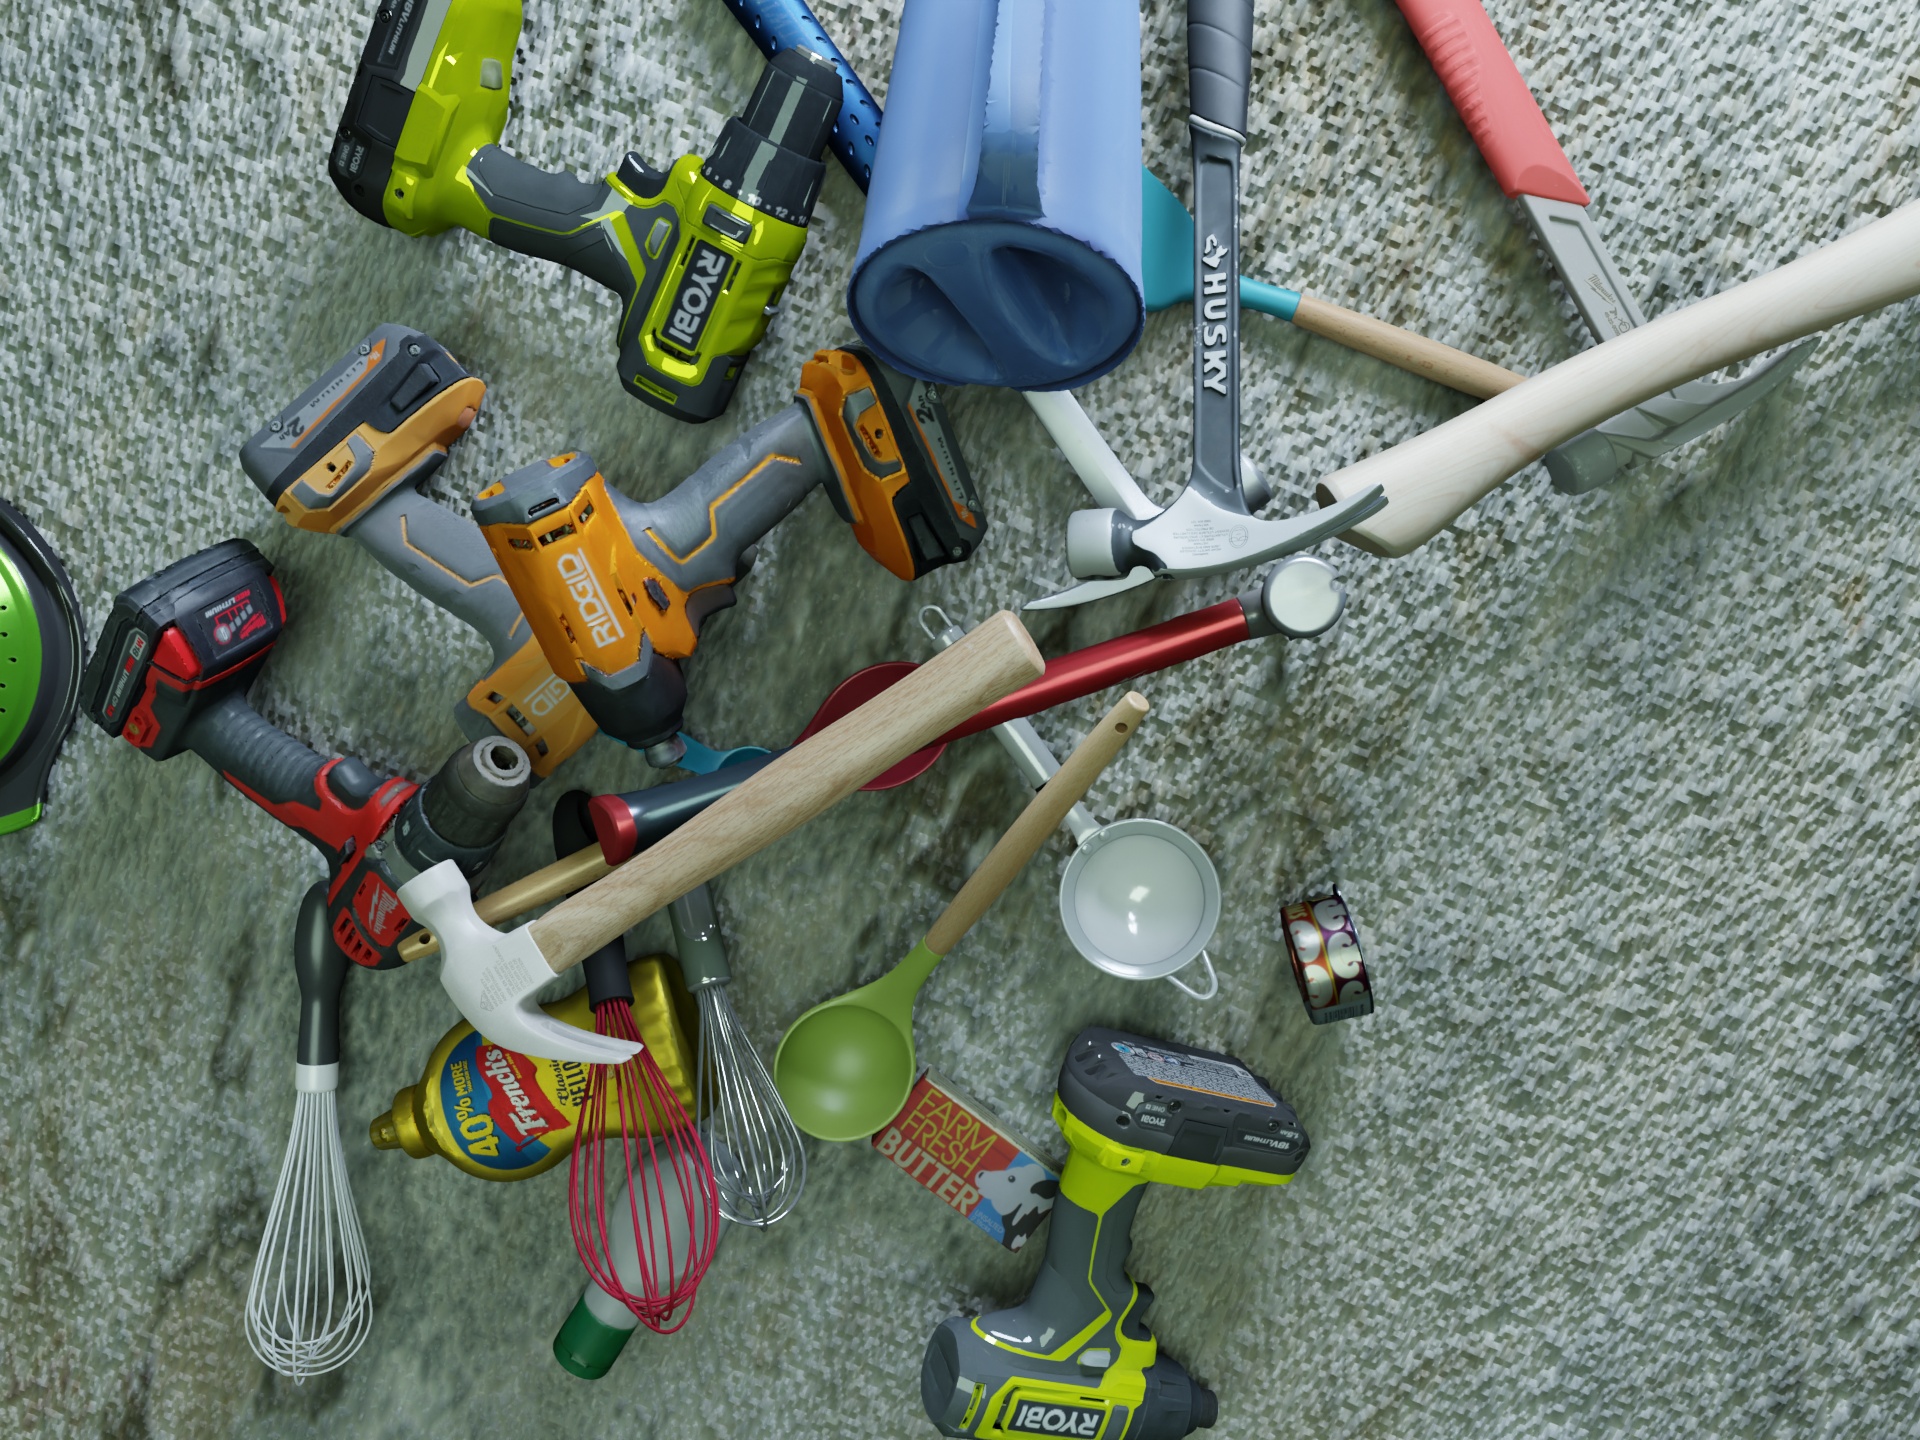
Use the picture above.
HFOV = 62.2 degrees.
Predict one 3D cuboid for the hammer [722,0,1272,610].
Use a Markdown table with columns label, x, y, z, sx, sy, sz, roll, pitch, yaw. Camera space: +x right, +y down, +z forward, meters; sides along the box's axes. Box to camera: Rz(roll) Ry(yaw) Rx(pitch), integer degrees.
| label | x | y | z | sx | sy | sz | roll | pitch | yaw |
| --- | --- | --- | --- | --- | --- | --- | --- | --- | --- |
| hammer | -0.010 | -0.240 | 0.837 | 0.144 | 0.035 | 0.405 | -36 | 93 | 6 |

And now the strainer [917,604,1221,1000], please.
| label | x | y | z | sx | sy | sz | roll | pitch | yaw |
| --- | --- | --- | --- | --- | --- | --- | --- | --- | --- |
| strainer | 0.057 | 0.042 | 0.861 | 0.087 | 0.050 | 0.258 | -36 | 87 | -1 |

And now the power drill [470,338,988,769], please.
| label | x | y | z | sx | sy | sz | roll | pitch | yaw |
| --- | --- | --- | --- | --- | --- | --- | --- | --- | --- |
| power drill | -0.106 | -0.084 | 0.801 | 0.226 | 0.084 | 0.164 | -27 | 112 | -12 |

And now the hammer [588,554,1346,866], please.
| label | x | y | z | sx | sy | sz | roll | pitch | yaw |
| --- | --- | --- | --- | --- | --- | --- | --- | --- | --- |
| hammer | -0.001 | -0.003 | 0.809 | 0.386 | 0.143 | 0.038 | -18 | 88 | 6 |

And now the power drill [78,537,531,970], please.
| label | x | y | z | sx | sy | sz | roll | pitch | yaw |
| --- | --- | --- | --- | --- | --- | --- | --- | --- | --- |
| power drill | -0.332 | 0.012 | 0.828 | 0.226 | 0.080 | 0.188 | 45 | 129 | -3 |

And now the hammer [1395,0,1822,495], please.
| label | x | y | z | sx | sy | sz | roll | pitch | yaw |
| --- | --- | --- | --- | --- | --- | --- | --- | --- | --- |
| hammer | 0.288 | -0.302 | 0.808 | 0.149 | 0.037 | 0.359 | -30 | 91 | -5 |

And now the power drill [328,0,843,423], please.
| label | x | y | z | sx | sy | sz | roll | pitch | yaw |
| --- | --- | --- | --- | --- | --- | --- | --- | --- | --- |
| power drill | -0.183 | -0.285 | 0.808 | 0.228 | 0.080 | 0.190 | 28 | 110 | -1 |

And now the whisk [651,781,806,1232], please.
| label | x | y | z | sx | sy | sz | roll | pitch | yaw |
| --- | --- | --- | --- | --- | --- | --- | --- | --- | --- |
| whisk | -0.133 | 0.149 | 0.850 | 0.058 | 0.059 | 0.246 | -12 | 74 | -16 |

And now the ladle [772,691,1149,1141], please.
| label | x | y | z | sx | sy | sz | roll | pitch | yaw |
| --- | --- | --- | --- | --- | --- | --- | --- | --- | --- |
| ladle | -0.001 | 0.106 | 0.806 | 0.078 | 0.062 | 0.320 | 30 | 123 | -11 |

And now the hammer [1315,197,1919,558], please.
| label | x | y | z | sx | sy | sz | roll | pitch | yaw |
| --- | --- | --- | --- | --- | --- | --- | --- | --- | --- |
| hammer | 0.358 | -0.195 | 0.777 | 0.410 | 0.038 | 0.146 | -25 | 90 | -5 |

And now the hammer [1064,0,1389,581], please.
| label | x | y | z | sx | sy | sz | roll | pitch | yaw |
| --- | --- | --- | --- | --- | --- | --- | --- | --- | --- |
| hammer | 0.130 | -0.270 | 0.774 | 0.149 | 0.036 | 0.409 | -1 | 81 | 21 |

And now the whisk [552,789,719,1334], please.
| label | x | y | z | sx | sy | sz | roll | pitch | yaw |
| --- | --- | --- | --- | --- | --- | --- | --- | --- | --- |
| whisk | -0.176 | 0.164 | 0.819 | 0.073 | 0.073 | 0.296 | -20 | 61 | 5 |

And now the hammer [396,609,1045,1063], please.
| label | x | y | z | sx | sy | sz | roll | pitch | yaw |
| --- | --- | --- | --- | --- | --- | --- | --- | --- | --- |
| hammer | -0.105 | 0.052 | 0.753 | 0.331 | 0.031 | 0.130 | -32 | 89 | 10 |

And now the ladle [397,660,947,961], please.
| label | x | y | z | sx | sy | sz | roll | pitch | yaw |
| --- | --- | --- | --- | --- | --- | --- | --- | --- | --- |
| ladle | -0.146 | 0.054 | 0.842 | 0.315 | 0.031 | 0.069 | -25 | 71 | -10 |

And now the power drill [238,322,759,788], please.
| label | x | y | z | sx | sy | sz | roll | pitch | yaw |
| --- | --- | --- | --- | --- | --- | --- | --- | --- | --- |
| power drill | -0.236 | -0.103 | 0.844 | 0.185 | 0.084 | 0.226 | -41 | 97 | -1 |

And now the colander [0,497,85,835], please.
| label | x | y | z | sx | sy | sz | roll | pitch | yaw |
| --- | --- | --- | --- | --- | --- | --- | --- | --- | --- |
| colander | -0.615 | -0.118 | 0.854 | 0.204 | 0.094 | 0.397 | -11 | 95 | 4 |

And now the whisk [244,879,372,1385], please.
| label | x | y | z | sx | sy | sz | roll | pitch | yaw |
| --- | --- | --- | --- | --- | --- | --- | --- | --- | --- |
| whisk | -0.366 | 0.232 | 0.900 | 0.070 | 0.070 | 0.284 | 3 | 91 | 3 |

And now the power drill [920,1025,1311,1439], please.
| label | x | y | z | sx | sy | sz | roll | pitch | yaw |
| --- | --- | --- | --- | --- | --- | --- | --- | --- | --- |
| power drill | 0.093 | 0.291 | 0.858 | 0.171 | 0.080 | 0.223 | 16 | 100 | -20 |

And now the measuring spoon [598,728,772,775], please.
| label | x | y | z | sx | sy | sz | roll | pitch | yaw |
| --- | --- | --- | --- | --- | --- | --- | --- | --- | --- |
| measuring spoon | -0.154 | 0.019 | 0.884 | 0.128 | 0.021 | 0.042 | 24 | 76 | 9 |

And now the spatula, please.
| label | x | y | z | sx | sy | sz | roll | pitch | yaw |
| --- | --- | --- | --- | --- | --- | --- | --- | --- | --- |
| spatula | 0.200 | -0.207 | 0.824 | 0.317 | 0.044 | 0.082 | 20 | 84 | 0 |
